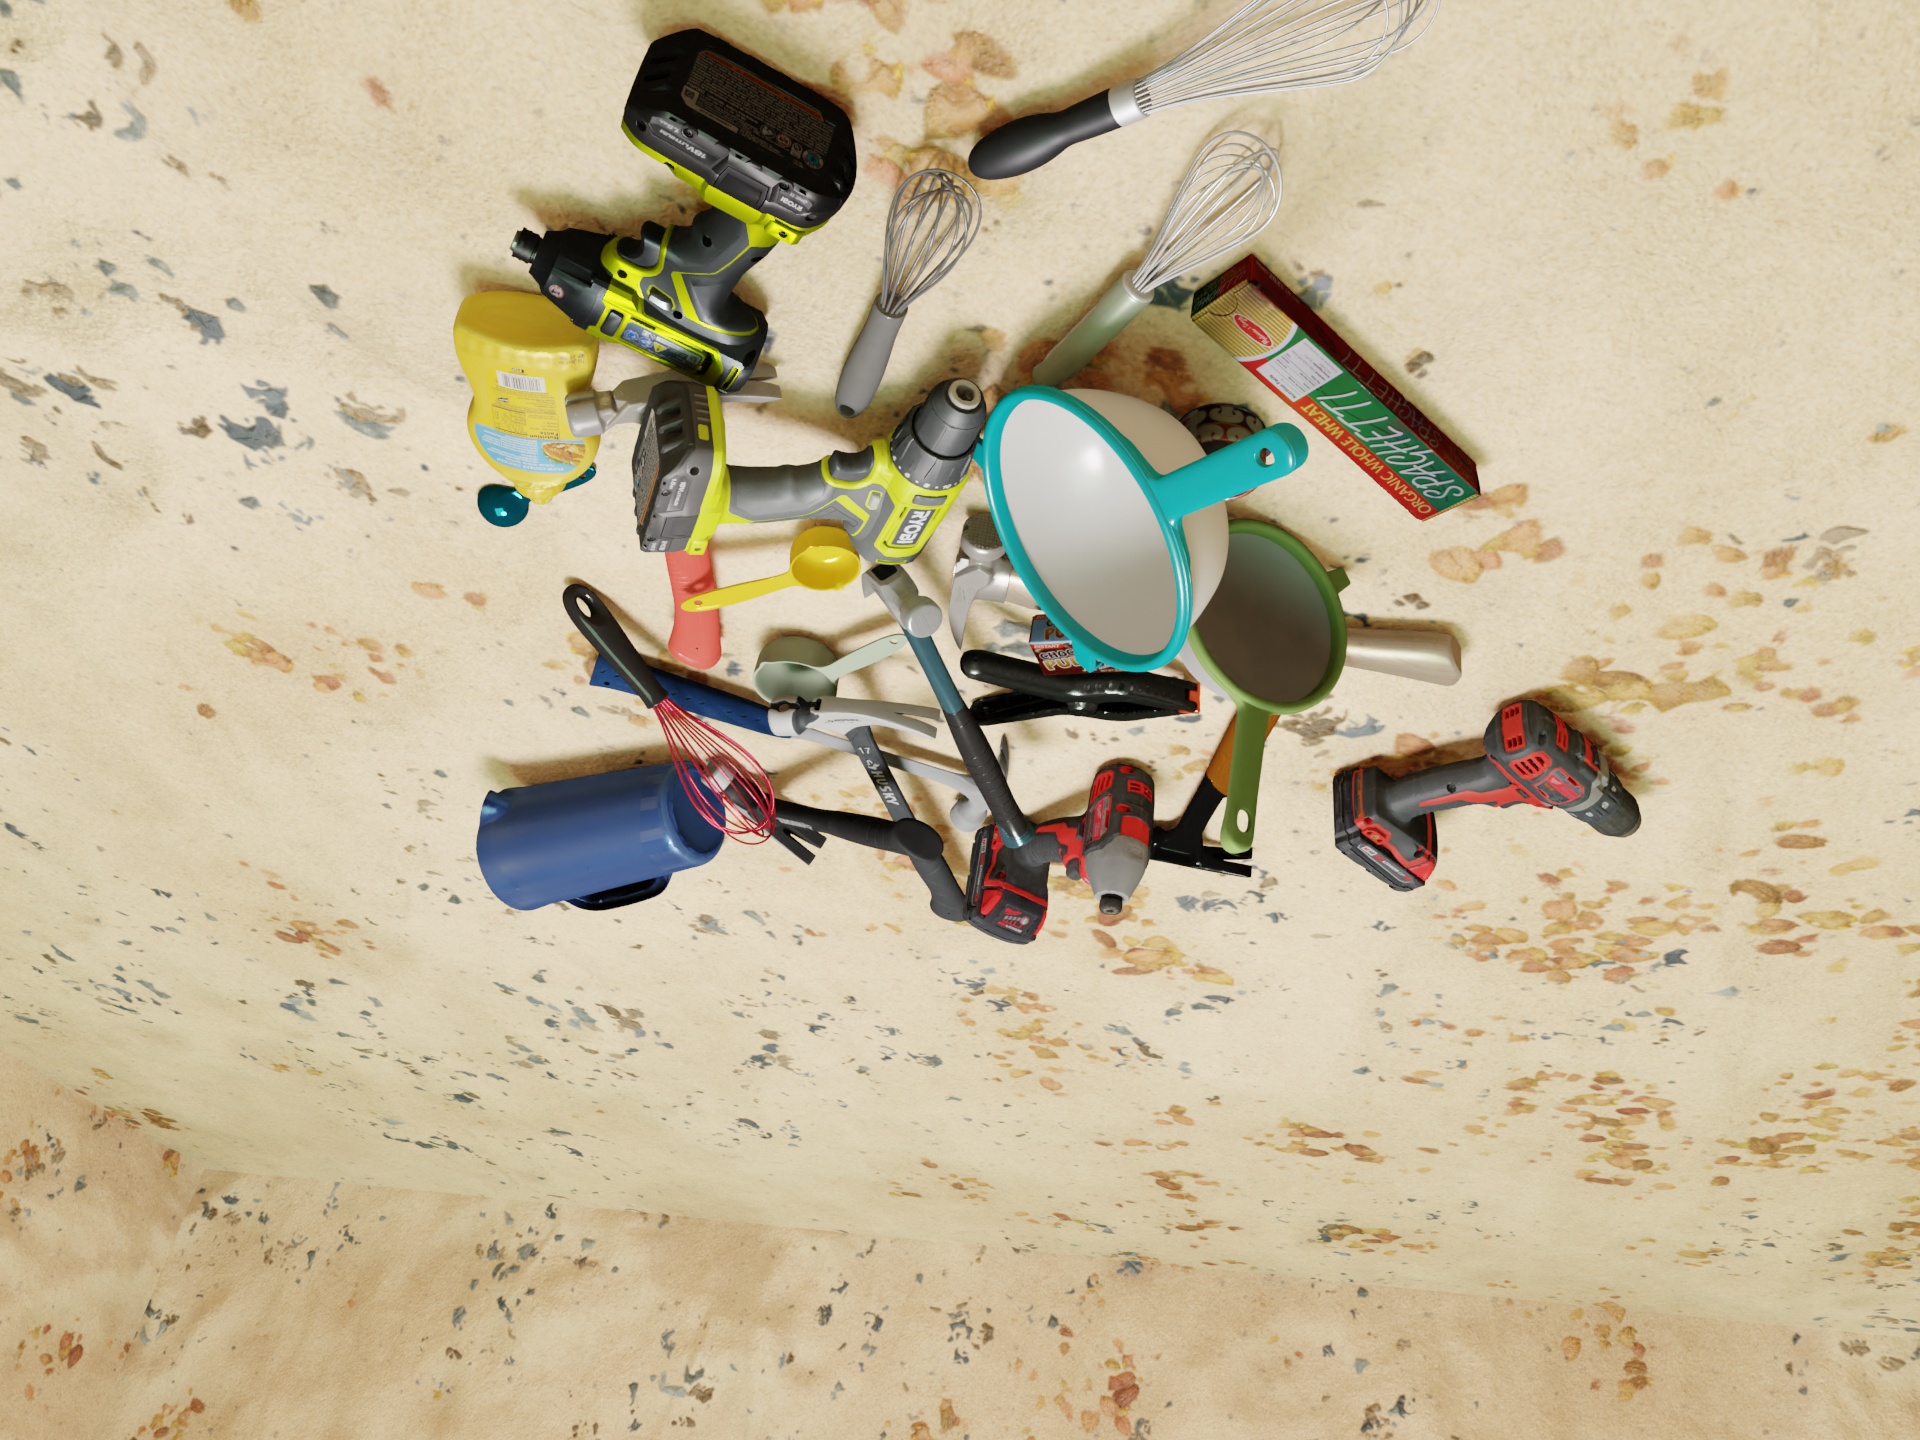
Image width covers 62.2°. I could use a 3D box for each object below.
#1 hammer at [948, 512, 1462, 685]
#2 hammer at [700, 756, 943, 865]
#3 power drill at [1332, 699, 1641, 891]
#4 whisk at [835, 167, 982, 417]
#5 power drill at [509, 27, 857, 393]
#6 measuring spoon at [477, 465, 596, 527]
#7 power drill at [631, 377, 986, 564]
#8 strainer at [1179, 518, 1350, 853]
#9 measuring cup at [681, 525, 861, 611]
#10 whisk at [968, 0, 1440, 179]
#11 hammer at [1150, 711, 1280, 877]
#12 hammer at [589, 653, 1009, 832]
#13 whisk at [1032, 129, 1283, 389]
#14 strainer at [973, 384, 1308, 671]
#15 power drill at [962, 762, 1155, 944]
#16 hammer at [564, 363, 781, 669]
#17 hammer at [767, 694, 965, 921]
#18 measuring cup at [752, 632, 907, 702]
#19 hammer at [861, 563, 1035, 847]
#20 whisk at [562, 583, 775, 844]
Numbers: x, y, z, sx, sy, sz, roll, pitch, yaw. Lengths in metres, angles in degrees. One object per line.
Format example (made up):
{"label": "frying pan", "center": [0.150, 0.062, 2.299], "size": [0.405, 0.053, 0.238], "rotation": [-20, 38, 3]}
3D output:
{"label": "hammer", "center": [0.195, -0.074, 1.278], "size": [0.410, 0.038, 0.146], "rotation": [11, 148, -1]}
{"label": "hammer", "center": [-0.118, 0.100, 1.498], "size": [0.146, 0.035, 0.335], "rotation": [43, 160, -29]}
{"label": "power drill", "center": [0.463, 0.076, 1.398], "size": [0.187, 0.080, 0.226], "rotation": [33, 138, -31]}
{"label": "whisk", "center": [-0.042, -0.270, 1.041], "size": [0.055, 0.055, 0.239], "rotation": [18, 151, -12]}
{"label": "power drill", "center": [-0.175, -0.308, 0.989], "size": [0.171, 0.080, 0.223], "rotation": [23, 148, -21]}
{"label": "measuring spoon", "center": [-0.341, -0.179, 1.276], "size": [0.128, 0.021, 0.042], "rotation": [-13, 141, 33]}
{"label": "power drill", "center": [-0.103, -0.178, 1.110], "size": [0.228, 0.080, 0.190], "rotation": [-1, 157, -21]}
{"label": "strainer", "center": [0.201, -0.021, 1.164], "size": [0.151, 0.256, 0.069], "rotation": [20, 157, -22]}
{"label": "measuring cup", "center": [-0.155, -0.120, 1.284], "size": [0.156, 0.029, 0.062], "rotation": [-14, 147, 14]}
{"label": "whisk", "center": [0.121, -0.348, 0.867], "size": [0.284, 0.070, 0.070], "rotation": [-9, 143, 36]}
{"label": "hammer", "center": [0.249, 0.047, 1.447], "size": [0.127, 0.034, 0.336], "rotation": [12, 147, -2]}
{"label": "hammer", "center": [-0.145, 0.008, 1.495], "size": [0.405, 0.035, 0.144], "rotation": [18, 147, -12]}
{"label": "whisk", "center": [0.115, -0.276, 0.991], "size": [0.059, 0.058, 0.246], "rotation": [53, 142, 0]}
{"label": "strainer", "center": [0.140, -0.152, 1.030], "size": [0.211, 0.095, 0.340], "rotation": [62, 156, -7]}
{"label": "power drill", "center": [0.099, 0.138, 1.530], "size": [0.078, 0.143, 0.219], "rotation": [26, 146, -27]}
{"label": "hammer", "center": [-0.209, -0.147, 1.259], "size": [0.149, 0.037, 0.358], "rotation": [-9, 152, -8]}
{"label": "hammer", "center": [-0.049, 0.095, 1.537], "size": [0.149, 0.036, 0.408], "rotation": [0, 148, 17]}
{"label": "measuring cup", "center": [-0.109, -0.057, 1.388], "size": [0.167, 0.038, 0.083], "rotation": [-21, 136, 33]}
{"label": "hammer", "center": [-0.002, -0.004, 1.326], "size": [0.033, 0.128, 0.330], "rotation": [-32, 131, -6]}
{"label": "whisk", "center": [-0.260, -0.003, 1.429], "size": [0.073, 0.073, 0.295], "rotation": [-20, 116, 37]}
